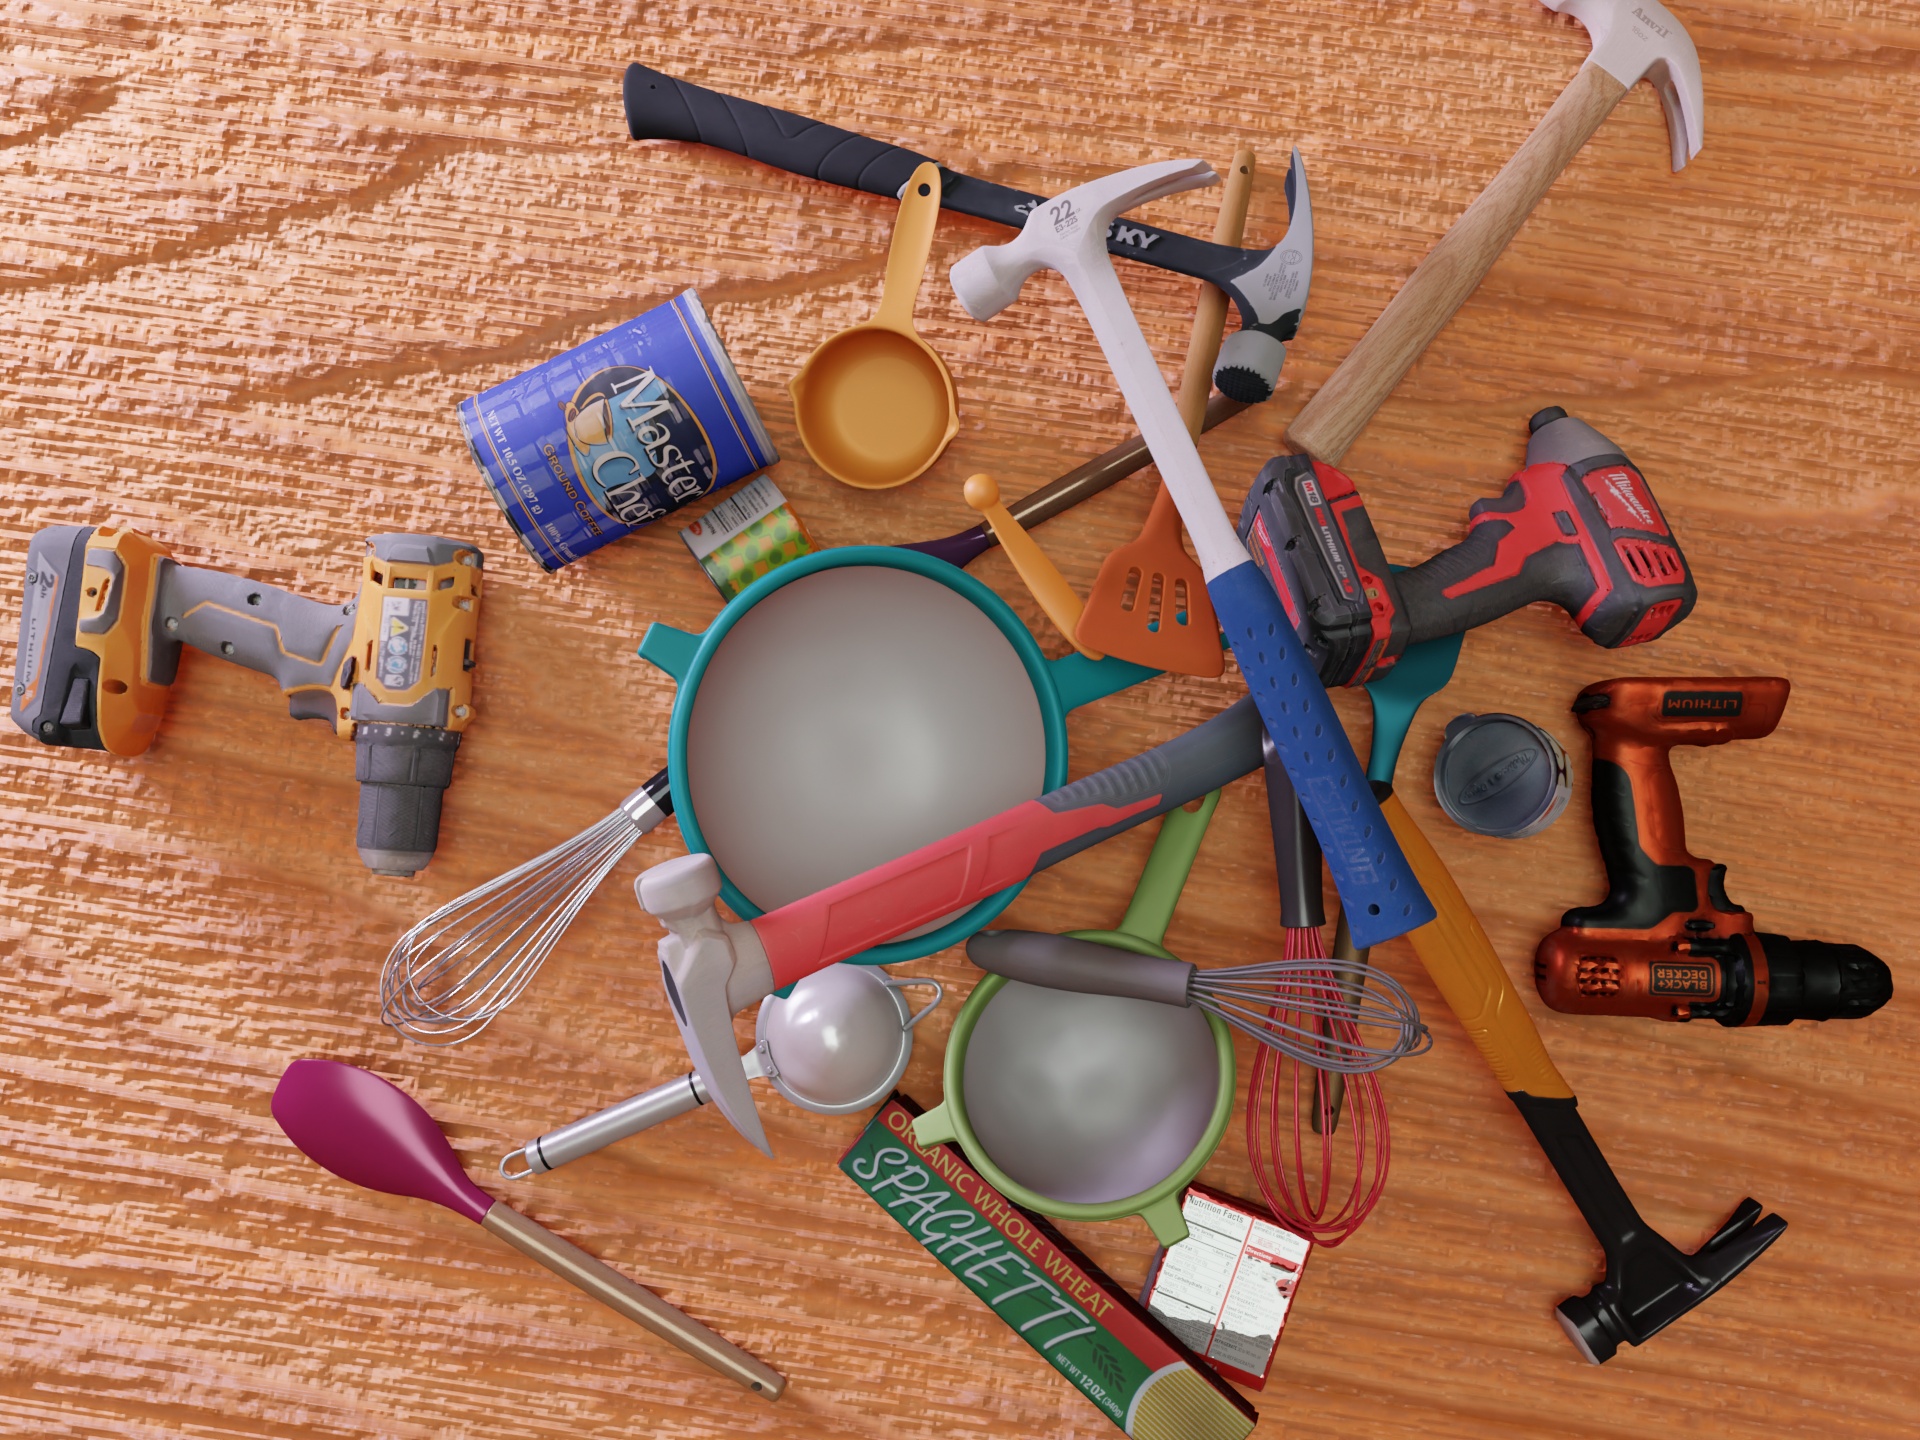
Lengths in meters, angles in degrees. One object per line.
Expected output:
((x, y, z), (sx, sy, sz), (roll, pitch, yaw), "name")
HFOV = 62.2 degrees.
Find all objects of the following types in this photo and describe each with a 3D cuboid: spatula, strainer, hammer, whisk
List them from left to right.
((-0.197, 0.070, 0.864), (0.284, 0.070, 0.070), (-41, 86, -9), "whisk")
((-0.131, 0.195, 0.858), (0.258, 0.050, 0.087), (-23, 78, 1), "strainer")
((-0.001, -0.003, 0.860), (0.340, 0.095, 0.211), (-21, 96, -22), "strainer")
((-0.001, -0.300, 0.886), (0.409, 0.036, 0.149), (19, 71, 8), "hammer")
((0.036, -0.113, 0.889), (0.316, 0.018, 0.059), (-30, 128, -6), "spatula")
((0.038, 0.074, 0.800), (0.386, 0.038, 0.143), (-21, 100, -25), "hammer")
((0.091, 0.147, 0.856), (0.151, 0.069, 0.256), (16, 66, 21), "strainer")
((0.112, 0.134, 0.791), (0.239, 0.055, 0.055), (7, 84, 22), "whisk")
((0.130, -0.175, 0.870), (0.081, 0.041, 0.323), (14, 76, -4), "spatula")
((0.133, -0.085, 0.783), (0.144, 0.035, 0.406), (-27, 80, 24), "hammer")
((0.180, 0.125, 0.825), (0.073, 0.073, 0.296), (-4, 90, 0), "whisk")
((0.224, 0.069, 0.877), (0.082, 0.044, 0.317), (10, 89, 1), "spatula")
((0.299, -0.276, 0.903), (0.130, 0.031, 0.331), (38, 86, 4), "hammer")
((0.295, 0.170, 0.821), (0.127, 0.034, 0.336), (-34, 100, -1), "hammer")

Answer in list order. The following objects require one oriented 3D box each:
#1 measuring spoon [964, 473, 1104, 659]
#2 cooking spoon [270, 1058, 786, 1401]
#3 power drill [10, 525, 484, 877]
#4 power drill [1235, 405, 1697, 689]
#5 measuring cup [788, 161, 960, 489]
((0.041, -0.080, 0.824), (0.021, 0.011, 0.117), (-39, 96, -27), "measuring spoon")
((-0.232, 0.278, 0.855), (0.319, 0.017, 0.068), (31, 106, 1), "cooking spoon")
((-0.378, -0.014, 0.861), (0.226, 0.084, 0.185), (4, 86, -4), "power drill")
((0.268, -0.097, 0.854), (0.219, 0.078, 0.143), (-10, 64, -9), "power drill")
((-0.034, -0.213, 0.870), (0.095, 0.052, 0.173), (15, 100, 3), "measuring cup")
